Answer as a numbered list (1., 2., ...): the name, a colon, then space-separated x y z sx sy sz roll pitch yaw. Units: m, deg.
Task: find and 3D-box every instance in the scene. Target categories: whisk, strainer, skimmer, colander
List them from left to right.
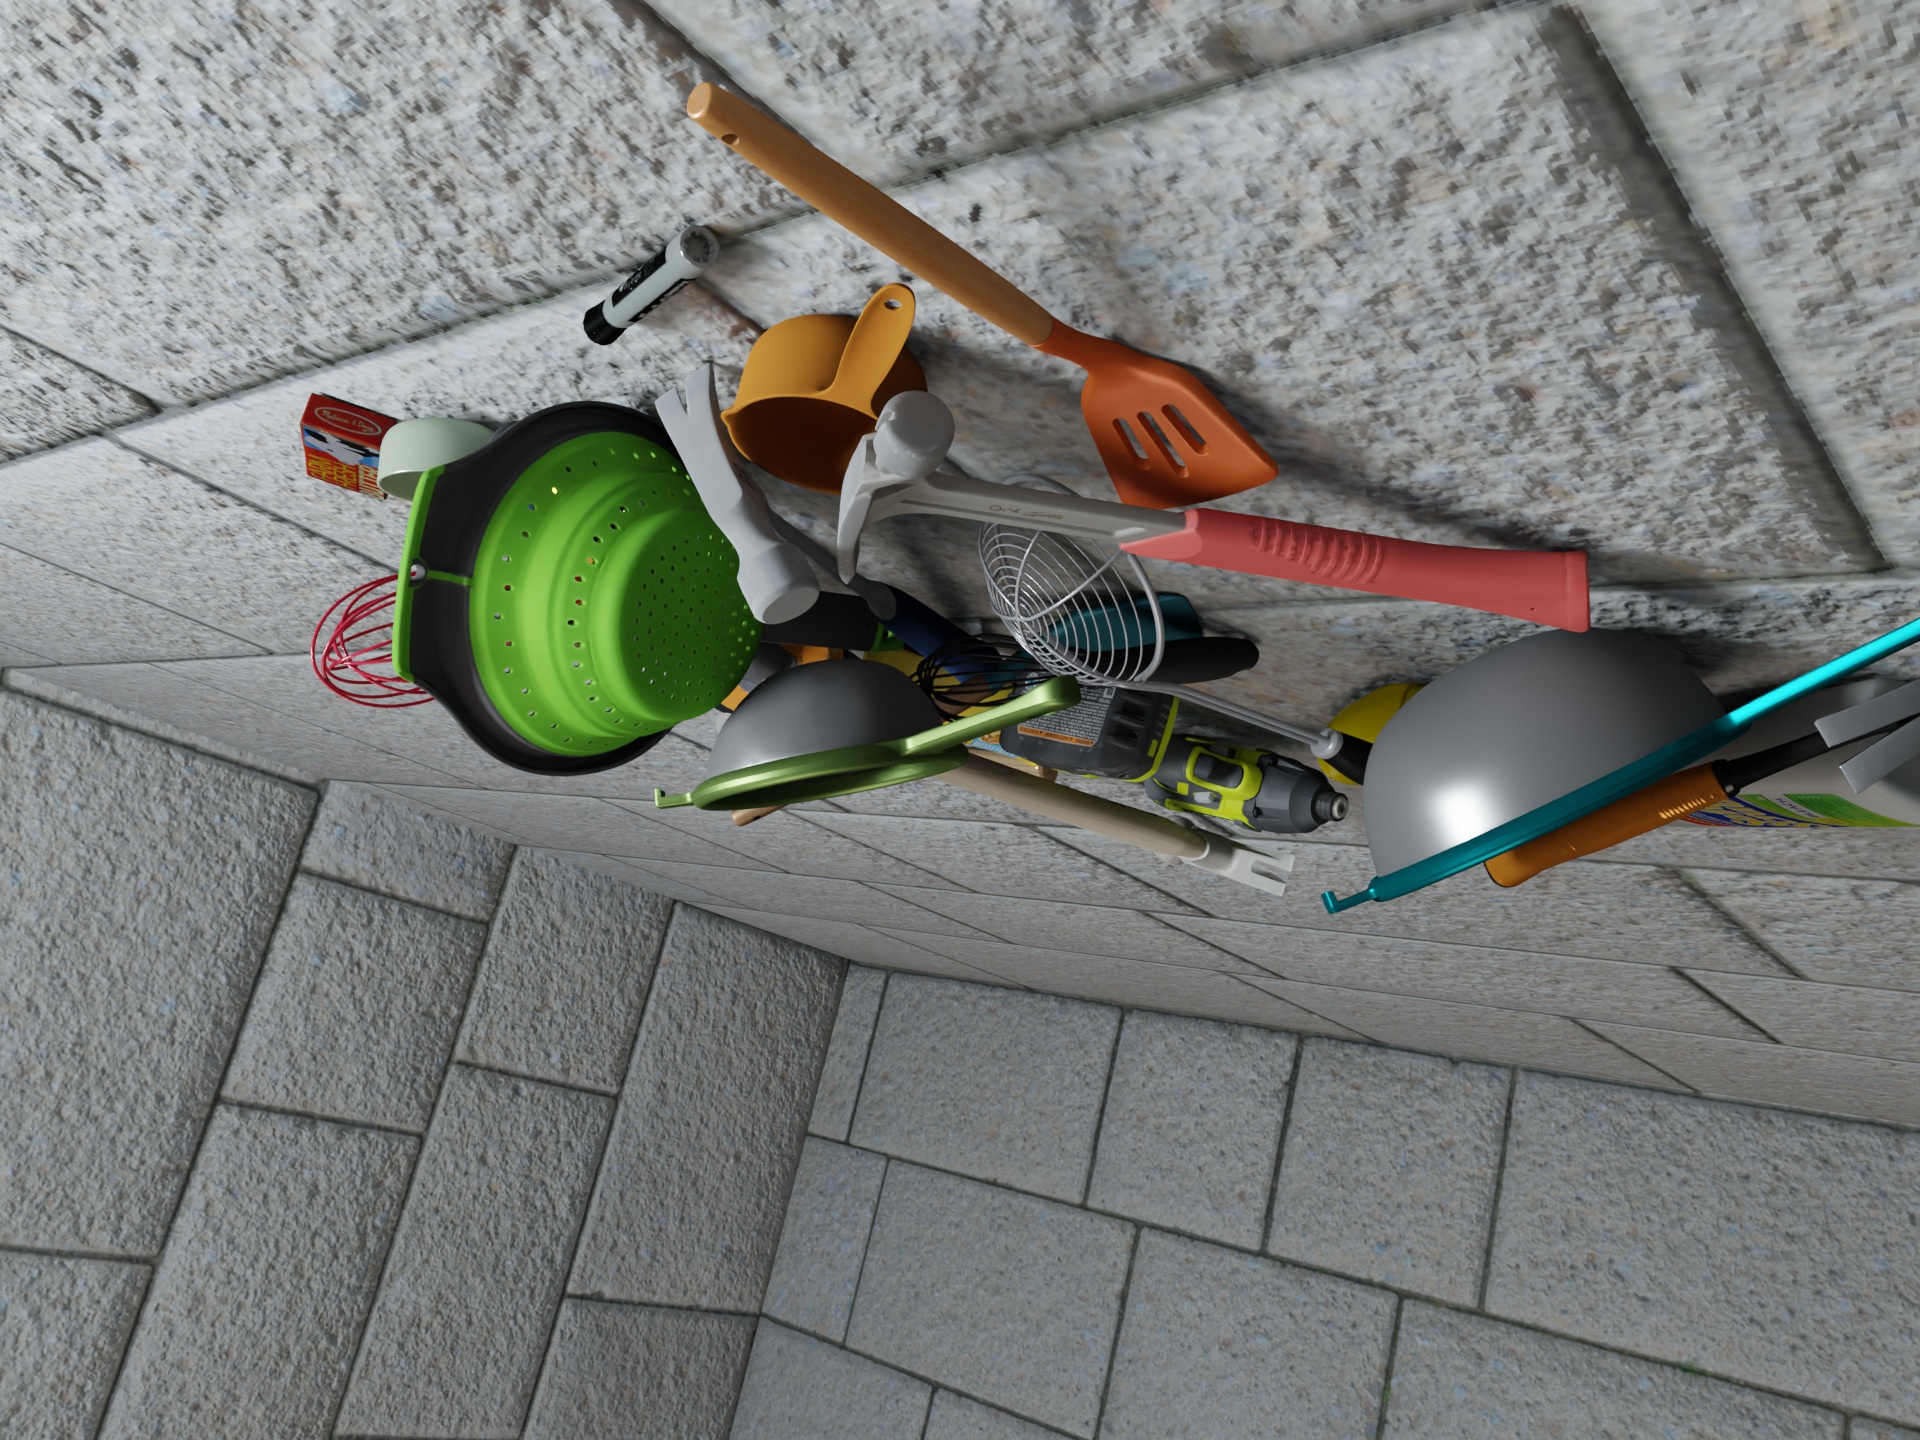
1. whisk: -0.227 -0.071 0.917 0.296 0.073 0.073 -21 -171 -37
2. colander: -0.125 -0.060 0.907 0.094 0.204 0.397 14 -173 34
3. strainer: -0.039 -0.008 0.825 0.151 0.069 0.256 -4 169 -44
4. whisk: 0.079 -0.031 0.936 0.239 0.055 0.055 -6 175 -27
5. skimmer: 0.169 -0.032 0.900 0.363 0.090 0.127 19 171 -26
6. strainer: 0.330 -0.017 0.798 0.211 0.095 0.340 -16 165 -43

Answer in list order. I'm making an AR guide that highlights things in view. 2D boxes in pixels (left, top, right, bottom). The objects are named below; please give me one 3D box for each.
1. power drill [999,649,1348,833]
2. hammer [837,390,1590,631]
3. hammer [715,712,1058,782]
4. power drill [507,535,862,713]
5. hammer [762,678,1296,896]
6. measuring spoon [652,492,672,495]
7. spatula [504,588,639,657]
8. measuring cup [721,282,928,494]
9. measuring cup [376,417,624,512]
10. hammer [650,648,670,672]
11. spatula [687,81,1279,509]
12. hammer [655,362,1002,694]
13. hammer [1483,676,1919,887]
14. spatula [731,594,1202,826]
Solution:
1. power drill: 0.153 0.024 1.118 0.223 0.080 0.171 22 173 -39
2. hammer: 0.124 -0.079 0.740 0.359 0.037 0.149 7 162 -11
3. hammer: -0.061 0.033 1.466 0.331 0.031 0.130 5 163 31
4. power drill: -0.196 -0.066 1.099 0.226 0.084 0.185 29 175 -43
5. hammer: 0.046 0.048 1.111 0.410 0.038 0.146 19 178 -29
6. measuring spoon: -0.196 -0.133 0.978 0.042 0.021 0.129 11 172 -44
7. spatula: -0.270 -0.061 1.113 0.060 0.018 0.316 43 180 6
8. measuring cup: -0.045 -0.159 0.693 0.095 0.052 0.173 16 158 -13
9. measuring cup: -0.272 -0.152 0.976 0.167 0.038 0.083 4 171 -39
10. hammer: -0.208 -0.045 1.306 0.331 0.033 0.128 14 165 1
11. spatula: 0.017 -0.154 0.618 0.081 0.041 0.322 -9 163 37
12. hammer: -0.052 -0.078 0.928 0.035 0.144 0.405 -32 161 10
13. hammer: 0.375 0.040 0.827 0.127 0.034 0.336 -23 170 -22
14. spatula: -0.002 -0.003 0.998 0.317 0.044 0.082 -28 154 5
